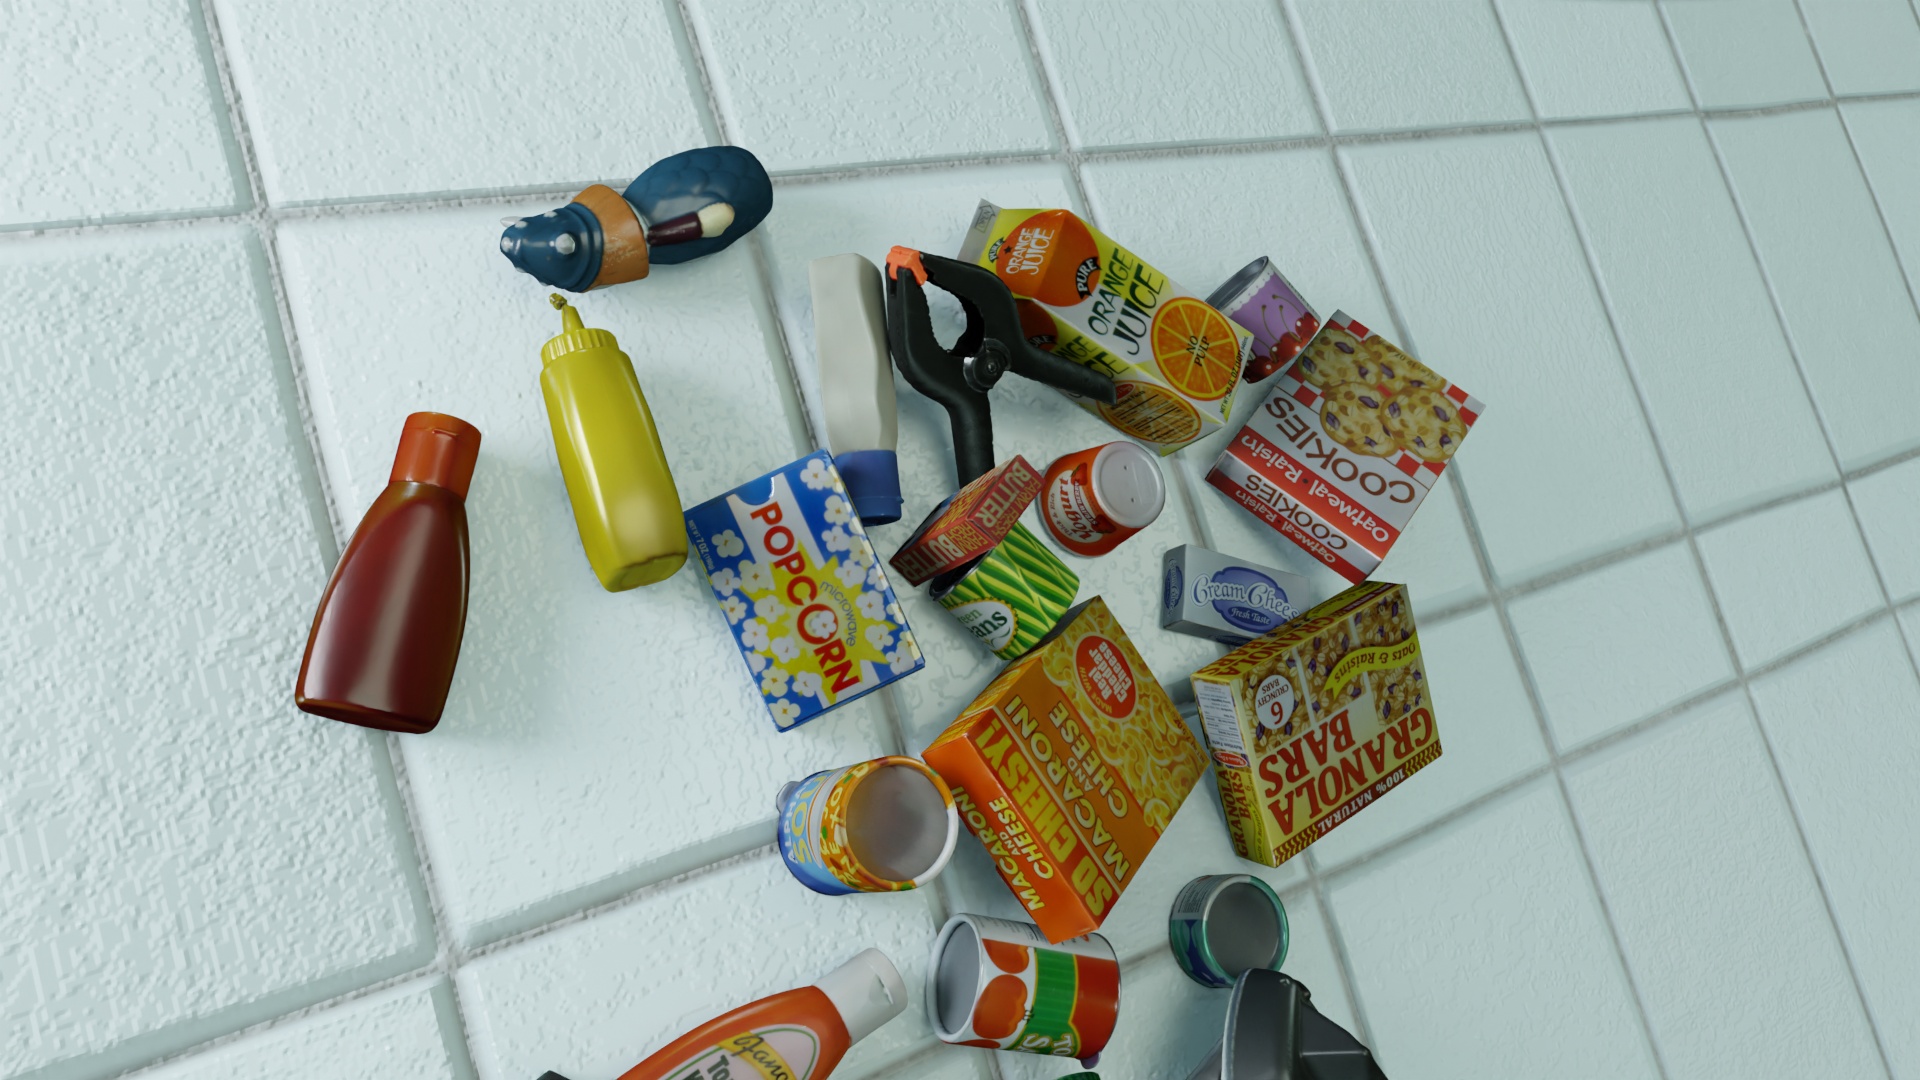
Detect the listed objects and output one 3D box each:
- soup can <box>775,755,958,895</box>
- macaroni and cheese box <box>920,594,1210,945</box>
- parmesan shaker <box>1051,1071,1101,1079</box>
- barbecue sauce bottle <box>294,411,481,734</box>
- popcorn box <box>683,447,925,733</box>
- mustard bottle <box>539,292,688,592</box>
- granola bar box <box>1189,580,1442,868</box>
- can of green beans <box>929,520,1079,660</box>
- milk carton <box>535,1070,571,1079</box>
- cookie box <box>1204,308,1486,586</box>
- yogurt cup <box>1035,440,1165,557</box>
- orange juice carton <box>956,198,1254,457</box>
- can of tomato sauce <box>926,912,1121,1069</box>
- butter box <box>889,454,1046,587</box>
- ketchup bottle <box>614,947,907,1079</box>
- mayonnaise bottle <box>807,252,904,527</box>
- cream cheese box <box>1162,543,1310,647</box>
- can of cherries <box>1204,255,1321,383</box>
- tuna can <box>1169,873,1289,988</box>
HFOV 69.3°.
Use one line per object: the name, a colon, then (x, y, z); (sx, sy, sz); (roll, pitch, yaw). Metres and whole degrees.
soup can: (-0.050, 0.145, 0.706); (0.071, 0.083, 0.071); (8, 72, -26)
macaroni and cheese box: (0.064, 0.122, 0.770); (0.123, 0.040, 0.167); (56, 38, -3)
parmesan shaker: (0.058, 0.333, 0.702); (0.071, 0.071, 0.103); (-4, 52, -29)
barbecue sauce bottle: (-0.261, 0.013, 0.655); (0.065, 0.043, 0.149); (16, 68, -24)
popcorn box: (-0.082, 0.027, 0.732); (0.085, 0.038, 0.126); (-25, 88, -4)
mustard bottle: (-0.181, -0.056, 0.707); (0.049, 0.065, 0.160); (-13, 78, -26)
granola bar box: (0.227, 0.111, 0.876); (0.166, 0.039, 0.124); (-23, 103, -31)
can of green beans: (0.025, 0.026, 0.792); (0.058, 0.071, 0.071); (44, 60, -12)
milk carton: (-0.149, 0.335, 0.605); (0.074, 0.072, 0.190); (-35, 92, -31)
cookie box: (0.262, -0.065, 0.940); (0.123, 0.040, 0.168); (36, 59, 10)
yogurt cup: (0.088, -0.028, 0.849); (0.072, 0.053, 0.072); (8, 72, -27)
orange juice carton: (0.081, -0.136, 0.866); (0.192, 0.073, 0.072); (30, 64, -18)
can of tomato sauce: (0.032, 0.238, 0.734); (0.083, 0.071, 0.071); (16, 69, -23)
butter box: (0.003, -0.010, 0.769); (0.024, 0.103, 0.053); (45, 61, -10)
ketchup bottle: (-0.094, 0.252, 0.675); (0.149, 0.043, 0.064); (-26, 89, -32)
mayonnaise bottle: (-0.058, -0.083, 0.784); (0.041, 0.064, 0.148); (-7, 80, 8)
cream cheese box: (0.179, 0.040, 0.896); (0.104, 0.024, 0.053); (14, 68, -25)
can of cherries: (0.198, -0.147, 0.938); (0.058, 0.071, 0.072); (46, 60, -11)
tuna can: (0.161, 0.234, 0.824); (0.071, 0.032, 0.071); (8, 72, -26)
